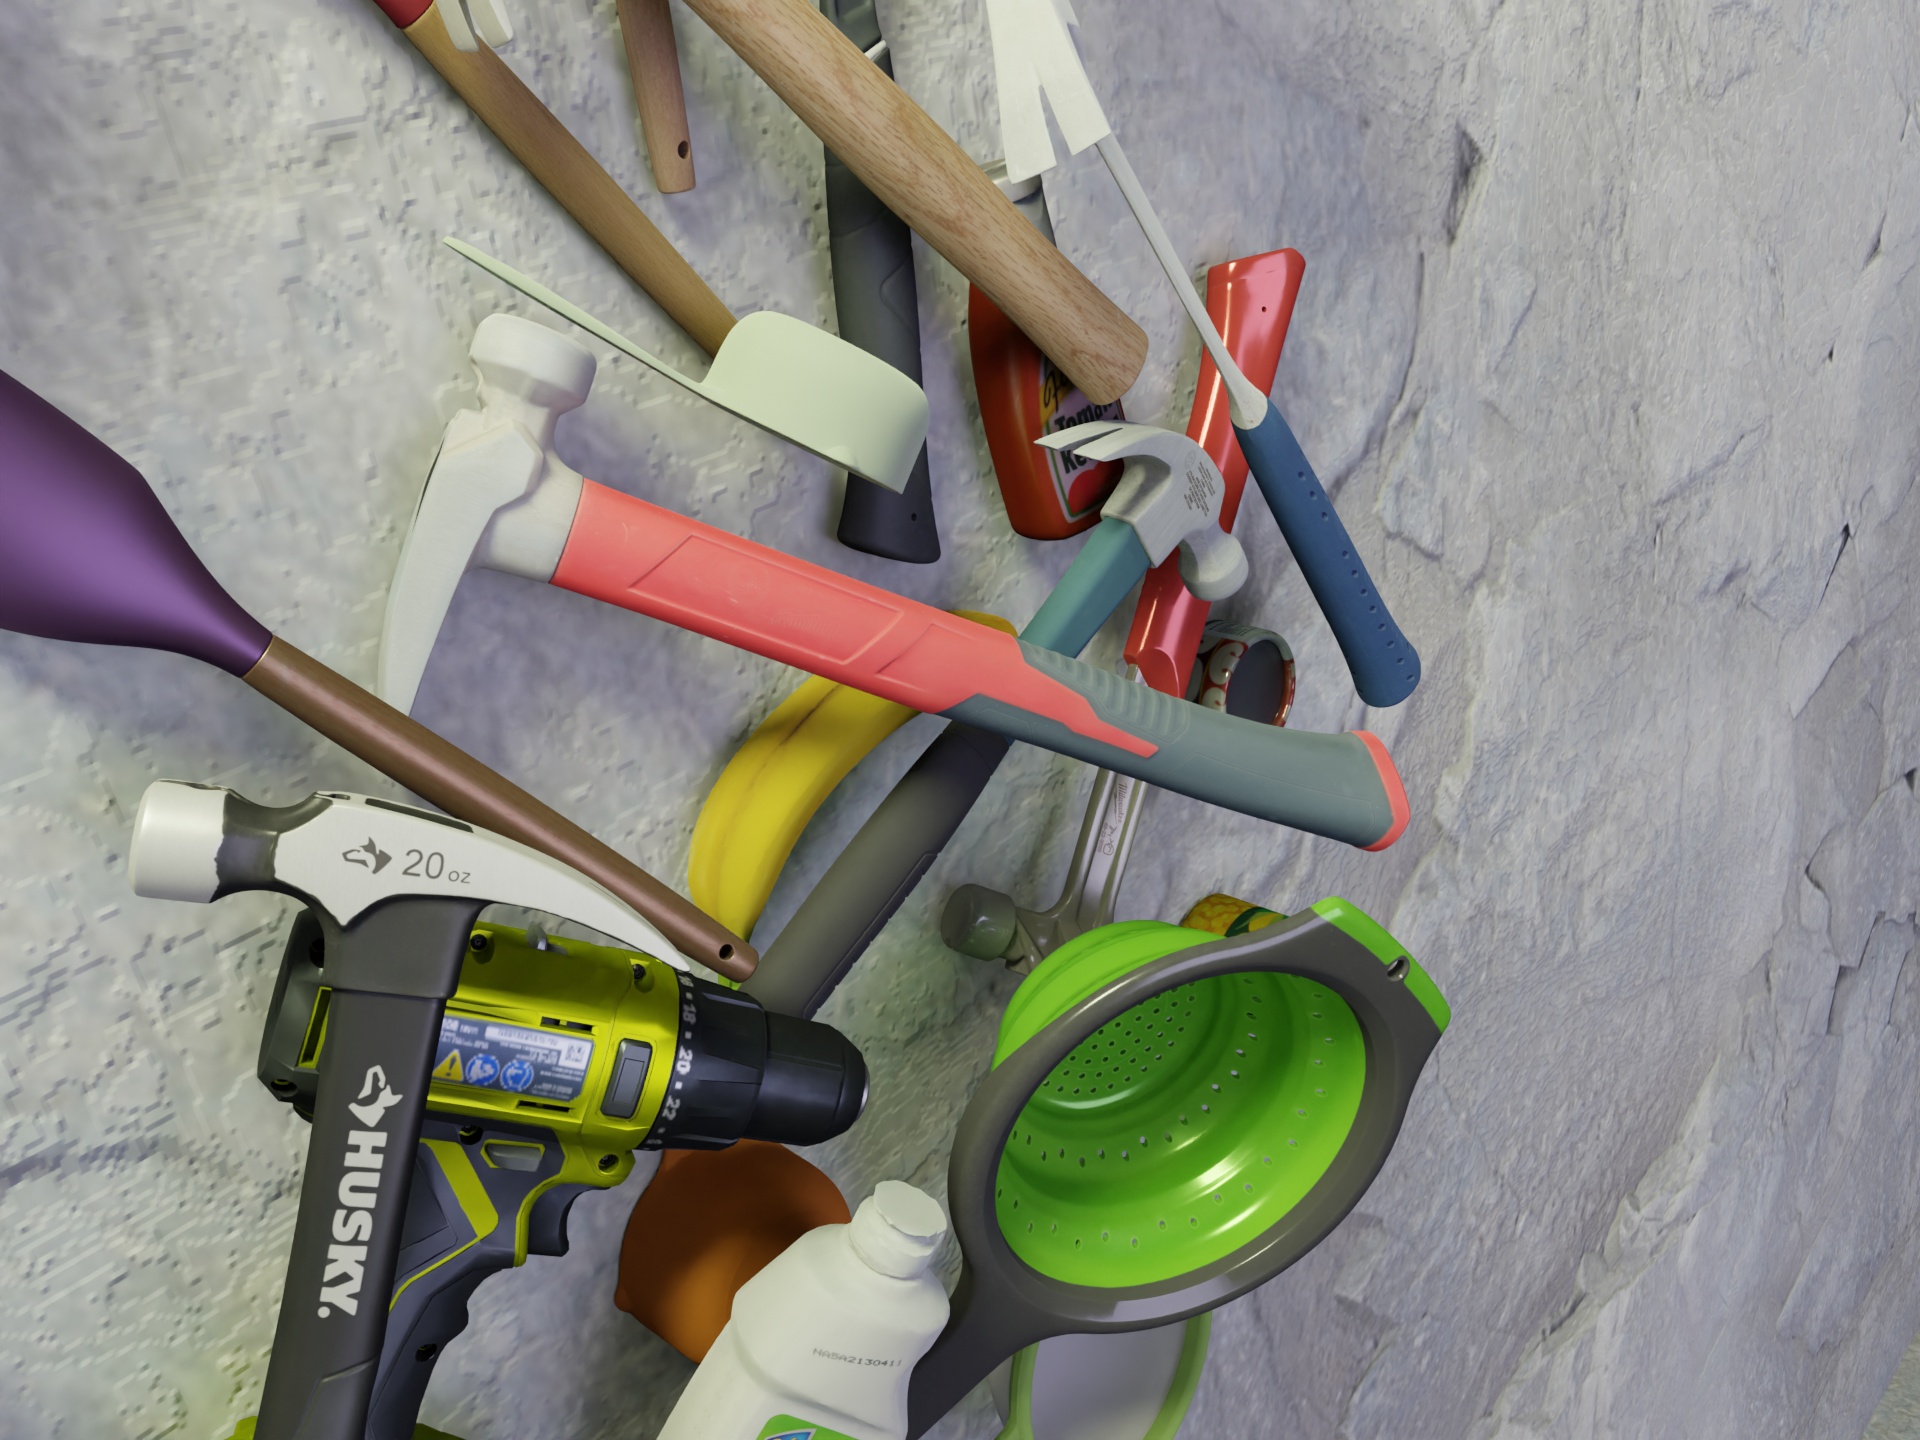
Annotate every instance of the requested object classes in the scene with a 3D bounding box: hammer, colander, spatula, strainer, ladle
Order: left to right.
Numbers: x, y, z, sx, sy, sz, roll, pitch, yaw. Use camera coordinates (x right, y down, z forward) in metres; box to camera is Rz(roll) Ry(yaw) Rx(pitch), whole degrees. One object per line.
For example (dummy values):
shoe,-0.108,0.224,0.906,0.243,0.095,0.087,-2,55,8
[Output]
spatula,-0.179,-0.002,0.452,0.315,0.018,0.060,38,75,-30
hammer,-0.172,0.189,0.439,0.146,0.035,0.335,10,90,-19
ladle,-0.142,-0.192,0.475,0.069,0.031,0.315,-57,136,-11
hammer,-0.040,-0.202,0.521,0.331,0.031,0.130,33,80,-42
hammer,-0.037,-0.253,0.561,0.149,0.036,0.408,-24,118,-41
hammer,-0.001,-0.002,0.563,0.386,0.038,0.143,19,88,-24
hammer,0.003,0.014,0.624,0.331,0.033,0.128,-53,138,-17
colander,0.023,0.210,0.688,0.397,0.095,0.204,-44,124,6
strainer,0.071,0.252,0.799,0.151,0.069,0.256,31,70,-43
hammer,0.106,-0.046,0.744,0.149,0.037,0.359,19,84,-27
hammer,0.114,-0.131,0.651,0.405,0.035,0.144,49,29,-42

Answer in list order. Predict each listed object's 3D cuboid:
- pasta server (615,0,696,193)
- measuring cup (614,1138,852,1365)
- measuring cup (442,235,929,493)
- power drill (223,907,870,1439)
pasta server,-0.118,-0.319,0.466,0.060,0.040,0.316,-31,126,-37
measuring cup,-0.090,0.175,0.612,0.095,0.052,0.173,-30,124,-37
measuring cup,-0.082,-0.125,0.514,0.167,0.083,0.038,25,95,-30
power drill,-0.142,0.181,0.511,0.190,0.080,0.228,16,90,-24
